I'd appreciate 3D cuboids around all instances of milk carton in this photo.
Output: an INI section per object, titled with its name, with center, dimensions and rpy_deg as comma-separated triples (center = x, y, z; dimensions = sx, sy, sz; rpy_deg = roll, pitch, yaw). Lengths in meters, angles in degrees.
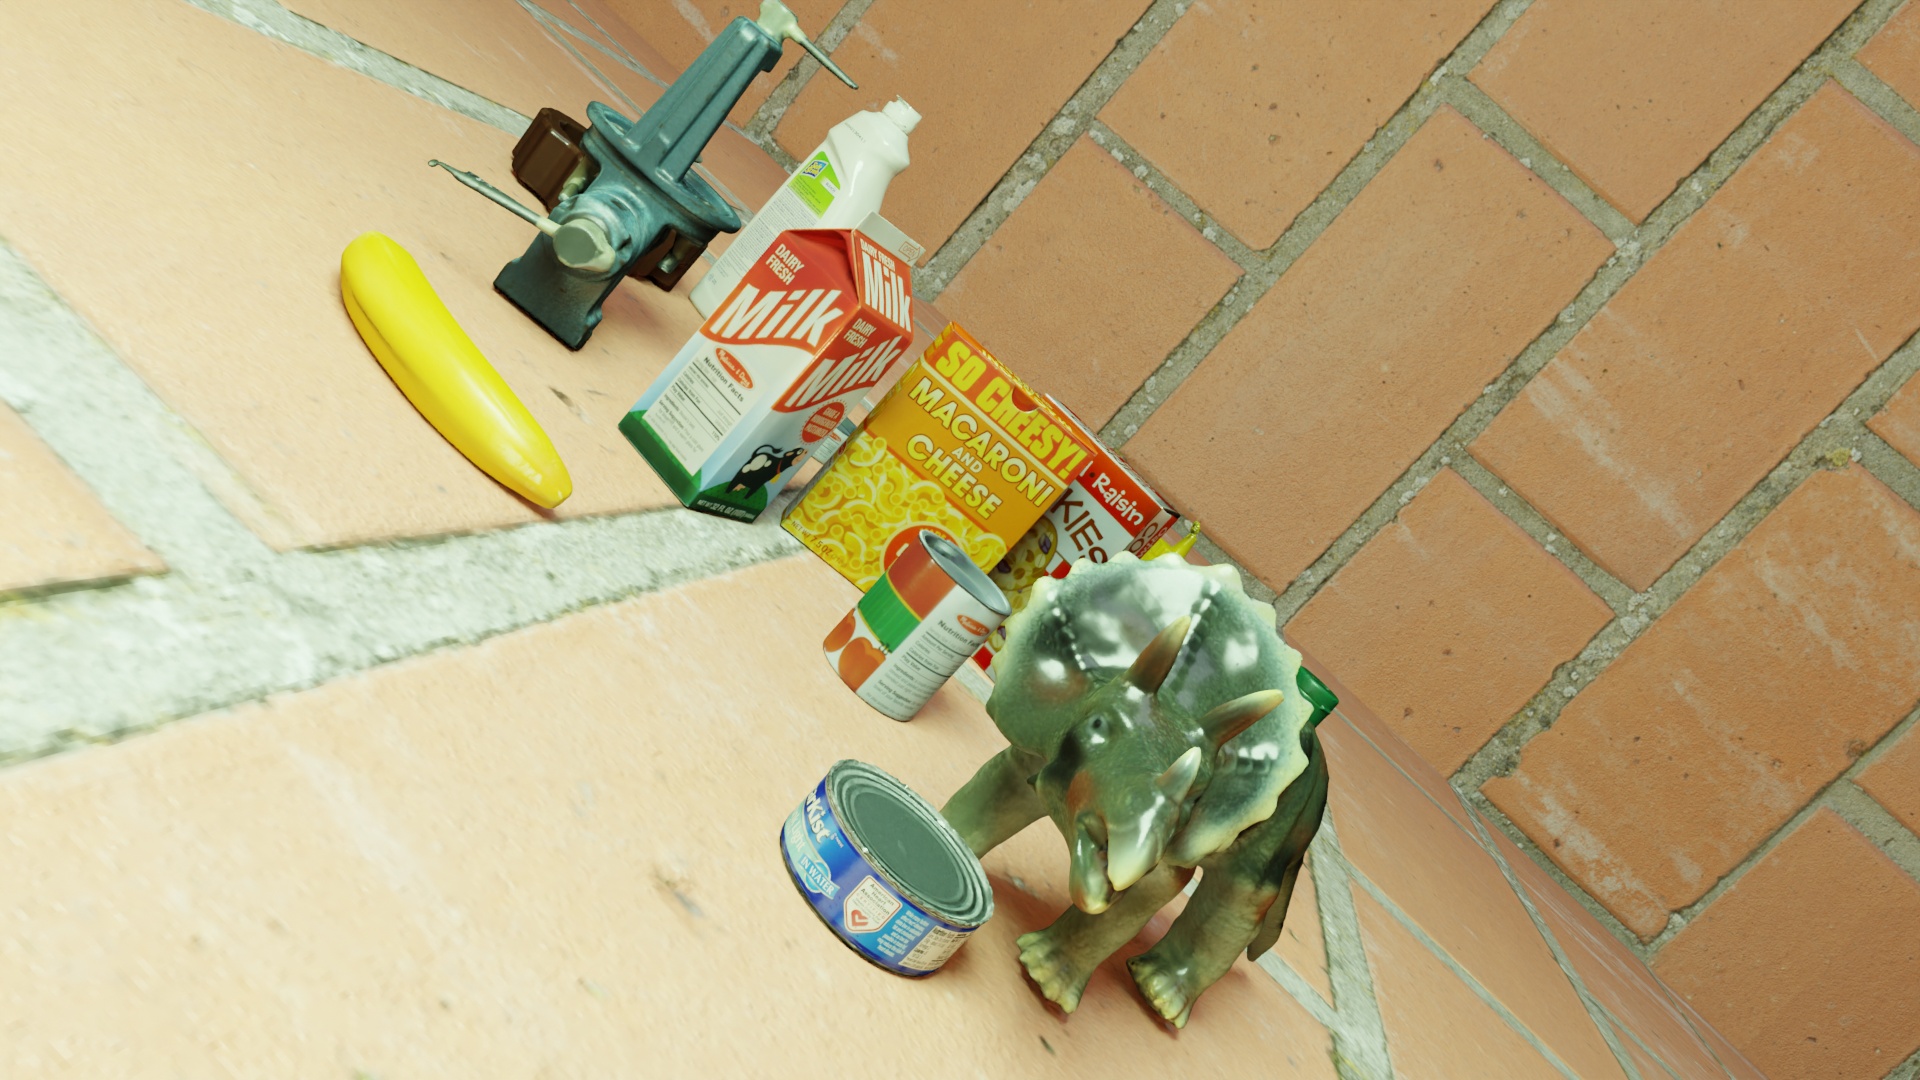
[milk carton]
center = -0.098, -0.106, 0.796
dimensions = 0.073, 0.190, 0.072
rpy_deg = 47, 11, 21

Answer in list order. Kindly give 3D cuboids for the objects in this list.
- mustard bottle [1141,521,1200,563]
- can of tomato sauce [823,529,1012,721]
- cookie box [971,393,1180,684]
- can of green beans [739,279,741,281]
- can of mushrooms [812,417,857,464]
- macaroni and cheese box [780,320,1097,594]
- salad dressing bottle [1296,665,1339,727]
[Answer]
[mustard bottle]
center = 0.141, 0.047, 1.123
dimensions = 0.049, 0.160, 0.065
rpy_deg = 42, 10, 0
[can of tomato sauce]
center = -0.025, 0.045, 0.755
dimensions = 0.071, 0.083, 0.071
rpy_deg = 41, 11, -9
[cookie box]
center = 0.050, 0.000, 0.966
dimensions = 0.123, 0.167, 0.040
rpy_deg = 47, 11, 24
[can of green beans]
center = -0.170, -0.165, 1.125
dimensions = 0.071, 0.057, 0.071
rpy_deg = 41, 11, -9
[can of mushrooms]
center = -0.111, -0.090, 1.104
dimensions = 0.071, 0.033, 0.071
rpy_deg = 41, 11, -9
[macaroni and cheese box]
center = -0.014, -0.036, 0.887
dimensions = 0.123, 0.166, 0.040
rpy_deg = 40, 11, -14
[salad dressing bottle]
center = 0.194, 0.149, 0.947
dimensions = 0.064, 0.147, 0.044
rpy_deg = 34, 13, -40
